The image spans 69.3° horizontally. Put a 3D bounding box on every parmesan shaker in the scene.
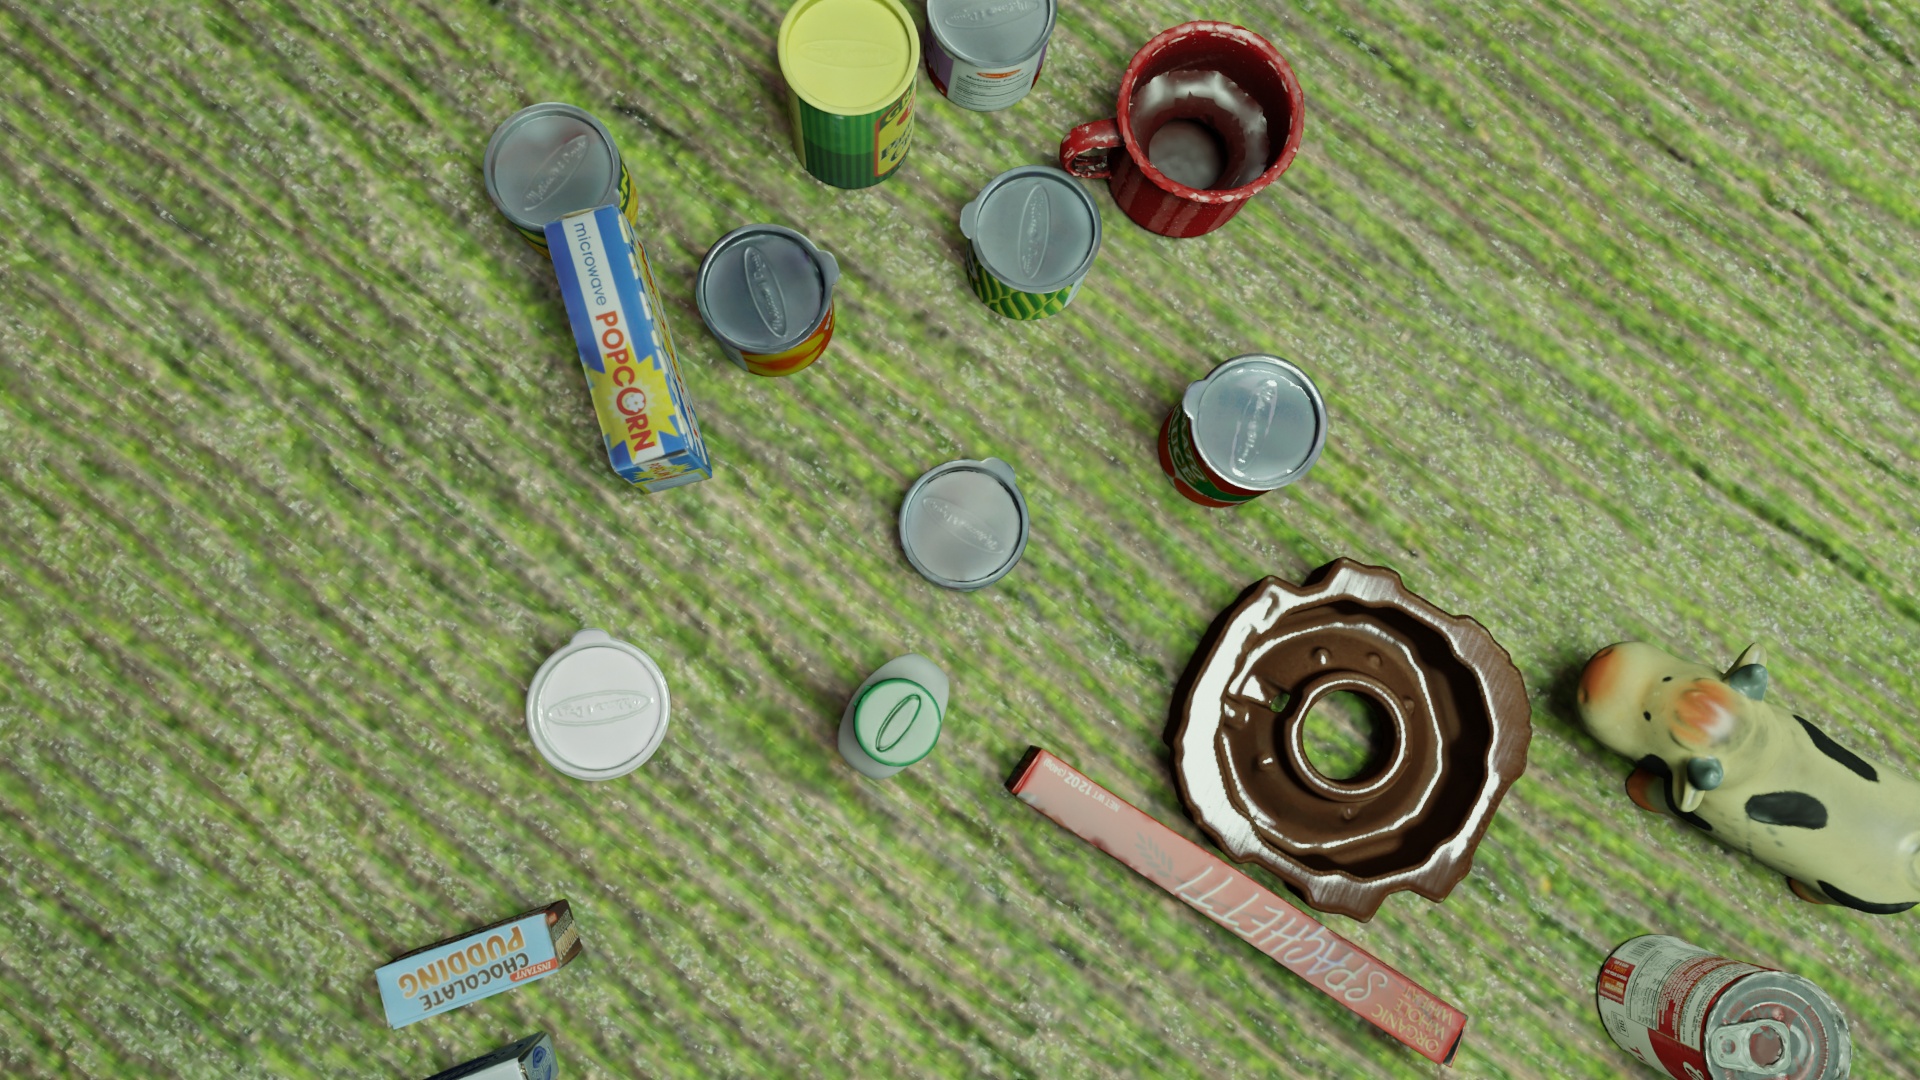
[{"bbox_3d":[-0.054,-0.228,0.698,0.071,0.103,0.071,0,84,-3],"label":"parmesan shaker"}]

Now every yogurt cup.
[{"bbox_3d":[-0.173,0.082,0.682,0.072,0.054,0.072,0,84,-3],"label":"yogurt cup"}]

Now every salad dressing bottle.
[{"bbox_3d":[-0.030,0.082,0.644,0.044,0.147,0.064,37,84,1],"label":"salad dressing bottle"}]

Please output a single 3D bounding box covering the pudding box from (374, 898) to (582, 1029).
[{"bbox_3d":[-0.231,0.203,0.668,0.084,0.049,0.030,-18,86,-5],"label":"pudding box"}]

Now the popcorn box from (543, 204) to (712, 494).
[{"bbox_3d":[-0.162,-0.091,0.686,0.038,0.085,0.126,-17,85,-5],"label":"popcorn box"}]

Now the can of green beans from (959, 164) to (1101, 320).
[{"bbox_3d":[0.036,-0.152,0.718,0.071,0.058,0.071,0,84,-3],"label":"can of green beans"}]

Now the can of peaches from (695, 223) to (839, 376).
[{"bbox_3d":[-0.095,-0.121,0.707,0.071,0.058,0.071,0,84,-3],"label":"can of peaches"}]

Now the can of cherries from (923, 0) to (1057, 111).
[{"bbox_3d":[0.014,-0.270,0.729,0.071,0.058,0.071,0,84,-3],"label":"can of cherries"}]

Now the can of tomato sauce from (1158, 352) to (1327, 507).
[{"bbox_3d":[0.138,-0.053,0.700,0.071,0.083,0.071,0,84,-3],"label":"can of tomato sauce"}]

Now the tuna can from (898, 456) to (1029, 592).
[{"bbox_3d":[0.003,-0.009,0.713,0.071,0.033,0.071,0,84,-3],"label":"tuna can"}]

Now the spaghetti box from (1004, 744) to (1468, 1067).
[{"bbox_3d":[0.135,0.179,0.692,0.250,0.050,0.029,32,84,0],"label":"spaghetti box"}]

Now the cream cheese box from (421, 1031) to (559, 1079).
[{"bbox_3d":[-0.247,0.268,0.658,0.104,0.053,0.024,-21,86,-5],"label":"cream cheese box"}]

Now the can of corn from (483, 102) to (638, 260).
[{"bbox_3d":[-0.199,-0.178,0.707,0.071,0.058,0.071,0,84,-3],"label":"can of corn"}]
